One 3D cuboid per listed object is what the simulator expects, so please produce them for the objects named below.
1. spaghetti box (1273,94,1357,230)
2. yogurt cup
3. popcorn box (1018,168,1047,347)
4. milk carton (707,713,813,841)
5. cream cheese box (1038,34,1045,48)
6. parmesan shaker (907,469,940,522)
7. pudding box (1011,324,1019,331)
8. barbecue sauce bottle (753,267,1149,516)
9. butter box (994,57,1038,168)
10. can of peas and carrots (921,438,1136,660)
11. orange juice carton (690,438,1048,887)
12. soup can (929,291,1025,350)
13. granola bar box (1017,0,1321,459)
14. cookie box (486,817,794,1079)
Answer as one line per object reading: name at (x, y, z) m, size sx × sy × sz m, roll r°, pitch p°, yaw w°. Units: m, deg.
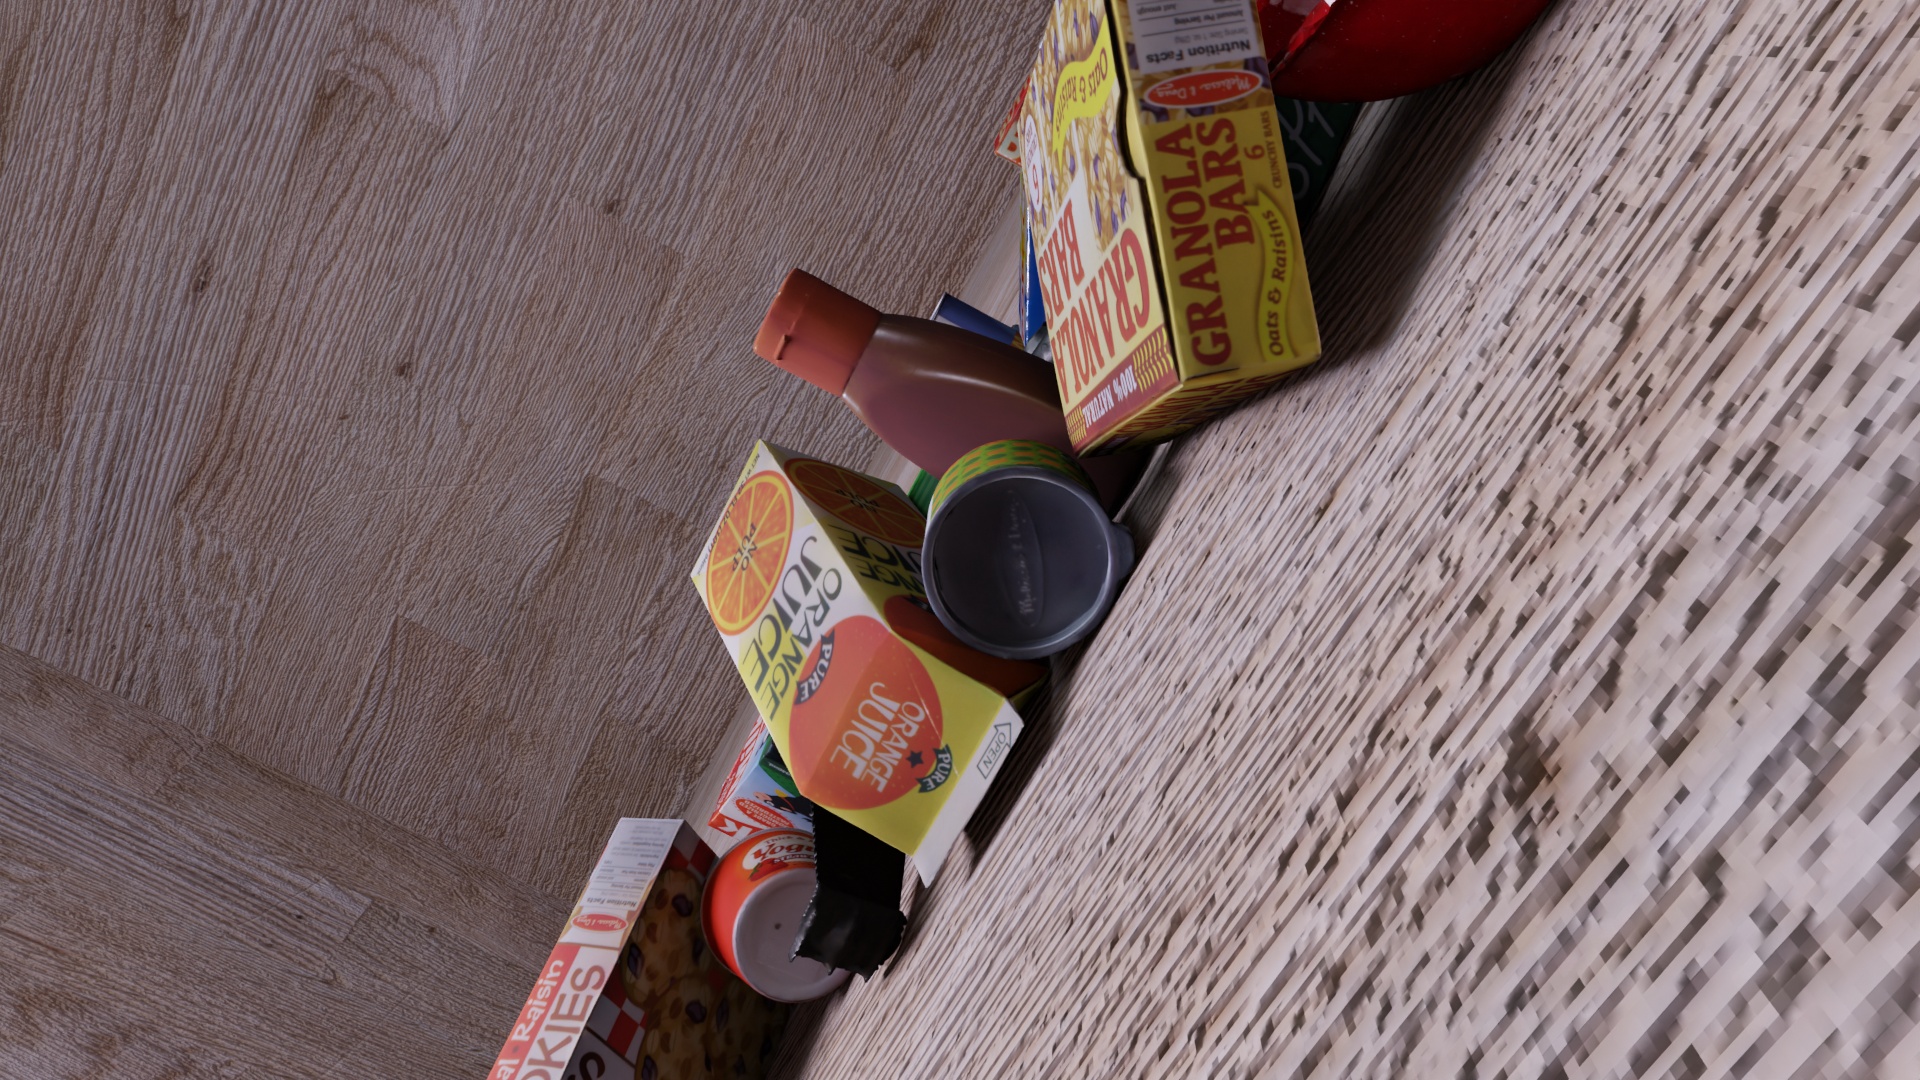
spaghetti box at (0.139, -0.217, 0.502) m, size 0.251 × 0.050 × 0.028 m, roll -65°, pitch 6°, yaw -16°
yogurt cup at (-0.072, 0.158, 0.581) m, size 0.072 × 0.072 × 0.054 m, roll -64°, pitch 15°, yaw -9°
popcorn box at (0.054, -0.172, 0.788) m, size 0.085 × 0.038 × 0.126 m, roll -89°, pitch -1°, yaw -73°
milk carton at (-0.073, 0.116, 0.700) m, size 0.074 × 0.072 × 0.189 m, roll -66°, pitch 8°, yaw -29°
cream cheese box at (0.094, -0.225, 0.639) m, size 0.053 × 0.104 × 0.024 m, roll -55°, pitch 6°, yaw 42°
parmesan shaker at (0.002, -0.008, 0.624) m, size 0.102 × 0.071 × 0.071 m, roll -61°, pitch 7°, yaw 14°
pudding box at (0.027, -0.103, 0.967) m, size 0.084 × 0.030 × 0.049 m, roll -66°, pitch 9°, yaw -23°
barbecue sauce bottle at (-0.005, -0.054, 0.530) m, size 0.064 × 0.148 × 0.044 m, roll -57°, pitch 10°, yaw 43°
butter box at (0.070, -0.165, 0.589) m, size 0.053 × 0.103 × 0.024 m, roll -58°, pitch 9°, yaw 29°
can of peas and carrots at (0.023, 0.000, 0.484) m, size 0.070 × 0.071 × 0.059 m, roll -61°, pitch 7°, yaw 12°
orange juice carton at (-0.034, 0.041, 0.529) m, size 0.071 × 0.073 × 0.193 m, roll -61°, pitch 36°, yaw 16°
soup can at (0.011, -0.114, 0.903) m, size 0.071 × 0.084 × 0.071 m, roll -61°, pitch 7°, yaw 13°
granola bar box at (0.052, -0.096, 0.416) m, size 0.165 × 0.039 × 0.124 m, roll 140°, pitch 120°, yaw -85°
cookie box at (-0.135, 0.222, 0.588) m, size 0.040 × 0.122 × 0.168 m, roll -4°, pitch 45°, yaw 28°
